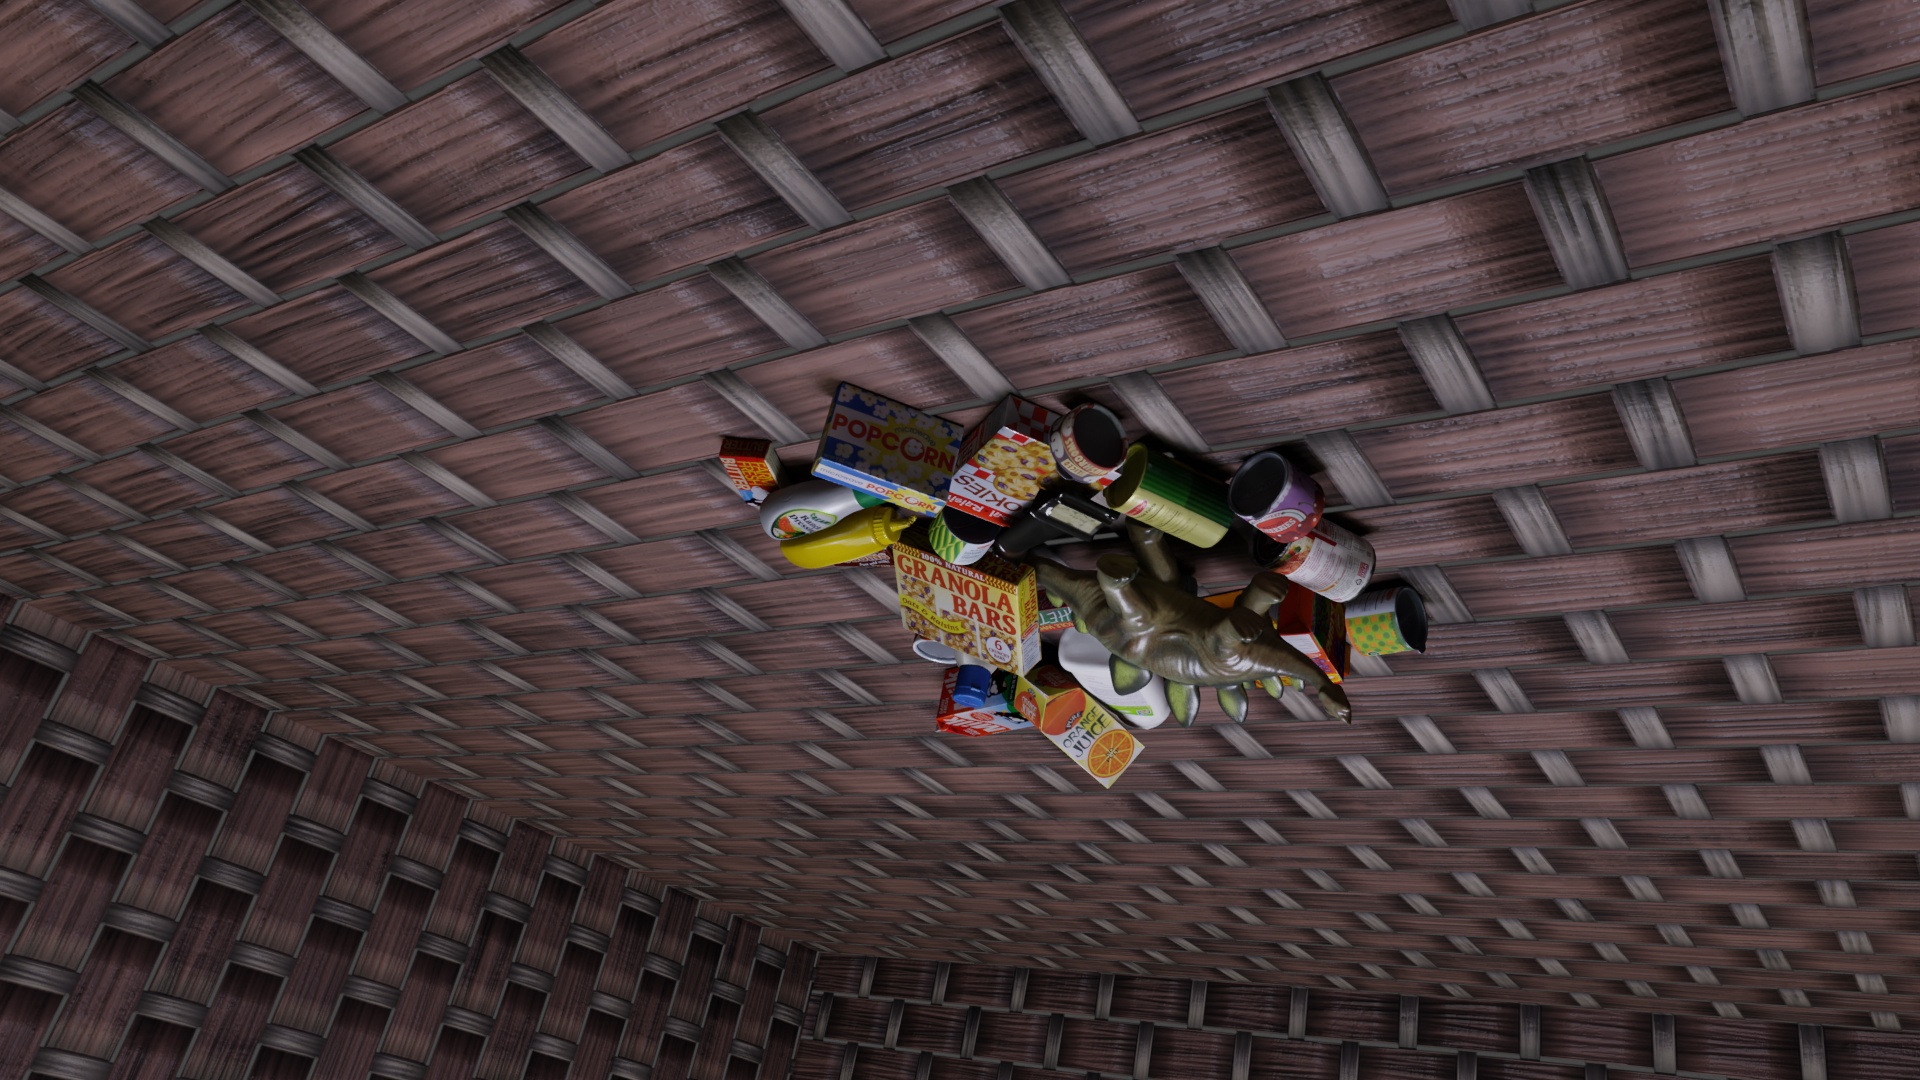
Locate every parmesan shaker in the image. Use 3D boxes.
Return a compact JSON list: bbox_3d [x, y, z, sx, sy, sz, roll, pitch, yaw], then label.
[{"bbox_3d":[0.193,-0.041,1.285,0.103,0.071,0.071,22,151,-20],"label":"parmesan shaker"}]

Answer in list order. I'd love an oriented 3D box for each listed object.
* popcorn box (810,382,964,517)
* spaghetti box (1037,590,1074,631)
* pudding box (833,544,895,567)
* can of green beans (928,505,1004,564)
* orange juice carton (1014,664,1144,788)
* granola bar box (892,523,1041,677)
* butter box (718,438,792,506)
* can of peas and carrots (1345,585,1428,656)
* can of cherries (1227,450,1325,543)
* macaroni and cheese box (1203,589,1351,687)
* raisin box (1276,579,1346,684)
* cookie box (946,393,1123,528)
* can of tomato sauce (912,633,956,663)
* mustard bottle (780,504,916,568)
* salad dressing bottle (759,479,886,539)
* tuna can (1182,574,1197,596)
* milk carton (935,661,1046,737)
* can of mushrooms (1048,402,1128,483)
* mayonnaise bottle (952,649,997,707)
[{"bbox_3d":[-0.067,-0.084,1.290,0.127,0.085,0.038,20,151,-13],"label":"popcorn box"},{"bbox_3d":[0.088,0.084,1.610,0.249,0.029,0.050,-12,144,39],"label":"spaghetti box"},{"bbox_3d":[-0.109,0.006,1.542,0.083,0.030,0.049,1,150,22],"label":"pudding box"},{"bbox_3d":[0.006,-0.016,1.412,0.071,0.071,0.057,17,153,-9],"label":"can of green beans"},{"bbox_3d":[0.137,0.221,1.722,0.192,0.073,0.072,43,177,-34],"label":"orange juice carton"},{"bbox_3d":[0.007,0.062,1.484,0.166,0.039,0.123,20,132,32],"label":"granola bar box"},{"bbox_3d":[-0.211,-0.069,1.447,0.053,0.024,0.103,5,153,13],"label":"butter box"},{"bbox_3d":[0.436,0.085,1.419,0.058,0.071,0.071,-15,142,43],"label":"can of peas and carrots"},{"bbox_3d":[0.284,-0.036,1.247,0.058,0.072,0.071,31,148,-32],"label":"can of cherries"},{"bbox_3d":[0.336,0.111,1.545,0.123,0.040,0.166,-15,142,44],"label":"macaroni and cheese box"},{"bbox_3d":[0.364,0.086,1.434,0.040,0.086,0.123,-6,148,29],"label":"raisin box"},{"bbox_3d":[0.061,-0.066,1.321,0.123,0.040,0.166,21,151,-17],"label":"cookie box"},{"bbox_3d":[-0.017,0.093,1.612,0.071,0.083,0.071,10,152,5],"label":"can of tomato sauce"},{"bbox_3d":[-0.115,-0.009,1.481,0.160,0.065,0.048,-8,141,28],"label":"mustard bottle"},{"bbox_3d":[-0.133,-0.041,1.422,0.147,0.044,0.064,-16,148,23],"label":"salad dressing bottle"},{"bbox_3d":[0.224,0.068,1.478,0.033,0.071,0.070,16,153,-8],"label":"tuna can"},{"bbox_3d":[0.035,0.207,1.823,0.073,0.072,0.190,31,148,-33],"label":"milk carton"},{"bbox_3d":[0.113,-0.085,1.227,0.071,0.071,0.033,26,148,-25],"label":"can of mushrooms"},{"bbox_3d":[0.023,0.113,1.560,0.065,0.149,0.041,19,153,-12],"label":"mayonnaise bottle"}]
